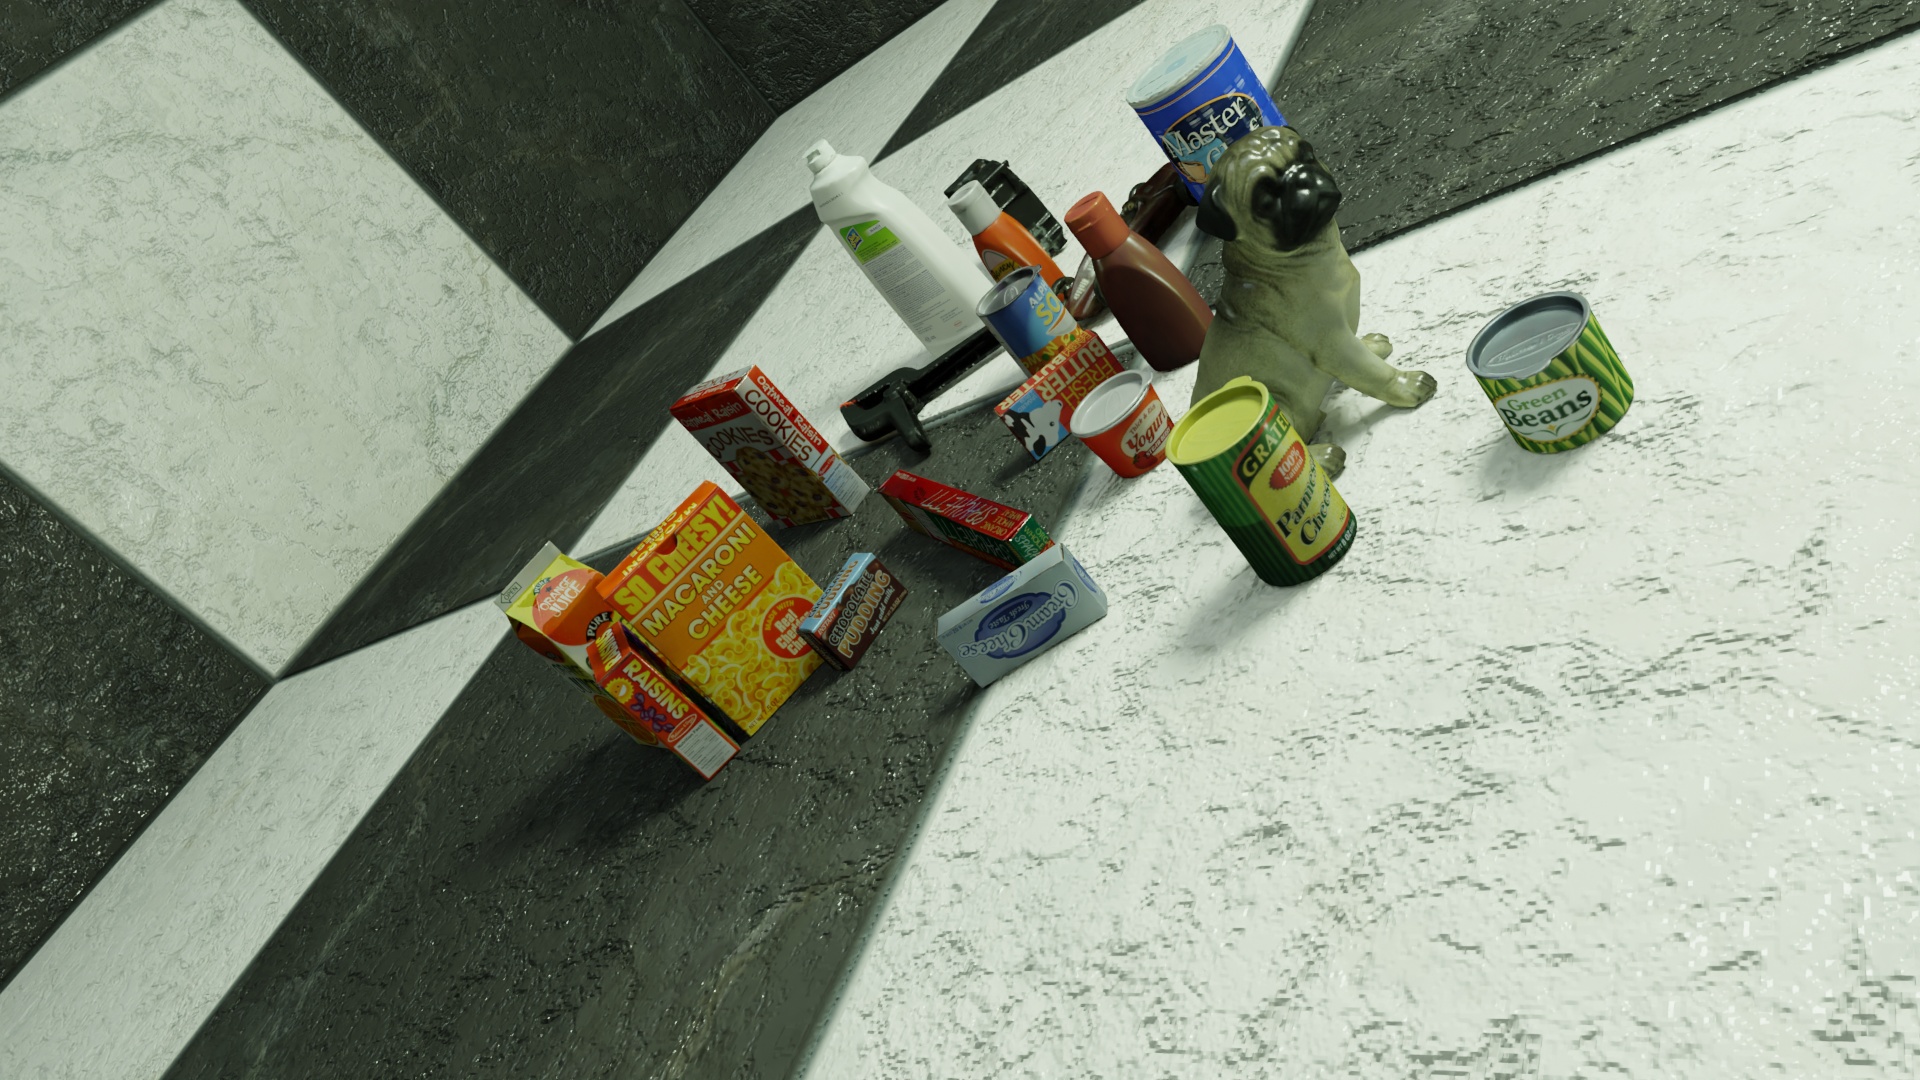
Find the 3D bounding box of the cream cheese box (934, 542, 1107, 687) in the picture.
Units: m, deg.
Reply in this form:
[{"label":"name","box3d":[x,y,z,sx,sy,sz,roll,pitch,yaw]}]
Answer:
[{"label":"cream cheese box","box3d":[0.040,0.050,0.910,0.103,0.053,0.024,-33,25,18]}]

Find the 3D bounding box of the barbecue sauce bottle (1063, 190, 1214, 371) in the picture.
[{"label":"barbecue sauce bottle","box3d":[0.136,-0.200,1.069,0.064,0.148,0.044,-22,31,37]}]

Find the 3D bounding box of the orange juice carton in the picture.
[{"label":"orange juice carton","box3d":[-0.302,0.090,1.179,0.073,0.192,0.072,-6,43,53]}]

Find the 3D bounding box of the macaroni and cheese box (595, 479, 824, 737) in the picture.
[{"label":"macaroni and cheese box","box3d":[-0.182,0.053,1.093,0.124,0.166,0.040,-47,24,-11]}]

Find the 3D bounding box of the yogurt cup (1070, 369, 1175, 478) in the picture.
[{"label":"yogurt cup","box3d":[0.121,-0.082,1.010,0.072,0.054,0.073,-33,25,18]}]

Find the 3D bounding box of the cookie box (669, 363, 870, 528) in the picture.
[{"label":"cookie box","box3d":[-0.184,-0.086,1.328,0.122,0.167,0.040,-9,40,51]}]

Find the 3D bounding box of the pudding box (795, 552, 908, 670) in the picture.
[{"label":"pudding box","box3d":[-0.085,0.055,1.091,0.030,0.049,0.084,-4,43,54]}]

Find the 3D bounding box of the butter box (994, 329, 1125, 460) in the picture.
[{"label":"butter box","box3d":[0.083,-0.118,1.127,0.103,0.053,0.024,-41,24,2]}]

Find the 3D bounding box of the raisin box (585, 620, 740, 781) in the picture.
[{"label":"raisin box","box3d":[-0.238,0.127,1.107,0.040,0.123,0.086,-44,24,-5]}]

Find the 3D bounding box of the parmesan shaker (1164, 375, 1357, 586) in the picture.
[{"label":"parmesan shaker","box3d":[0.174,-0.033,0.790,0.071,0.103,0.071,-33,25,18]}]

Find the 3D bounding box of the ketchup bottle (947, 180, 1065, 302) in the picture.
[{"label":"ketchup bottle","box3d":[0.047,-0.275,1.326,0.064,0.148,0.044,-7,41,52]}]

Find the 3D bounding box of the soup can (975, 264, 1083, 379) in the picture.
[{"label":"soup can","box3d":[0.067,-0.193,1.239,0.071,0.083,0.072,-33,25,18]}]

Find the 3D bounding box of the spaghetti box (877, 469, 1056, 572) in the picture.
[{"label":"spaghetti box","box3d":[0.004,-0.013,1.073,0.029,0.050,0.250,-46,25,-10]}]

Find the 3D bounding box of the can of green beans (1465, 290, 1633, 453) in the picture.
[{"label":"can of green beans","box3d":[0.311,-0.088,0.734,0.071,0.057,0.071,-33,25,18]}]
